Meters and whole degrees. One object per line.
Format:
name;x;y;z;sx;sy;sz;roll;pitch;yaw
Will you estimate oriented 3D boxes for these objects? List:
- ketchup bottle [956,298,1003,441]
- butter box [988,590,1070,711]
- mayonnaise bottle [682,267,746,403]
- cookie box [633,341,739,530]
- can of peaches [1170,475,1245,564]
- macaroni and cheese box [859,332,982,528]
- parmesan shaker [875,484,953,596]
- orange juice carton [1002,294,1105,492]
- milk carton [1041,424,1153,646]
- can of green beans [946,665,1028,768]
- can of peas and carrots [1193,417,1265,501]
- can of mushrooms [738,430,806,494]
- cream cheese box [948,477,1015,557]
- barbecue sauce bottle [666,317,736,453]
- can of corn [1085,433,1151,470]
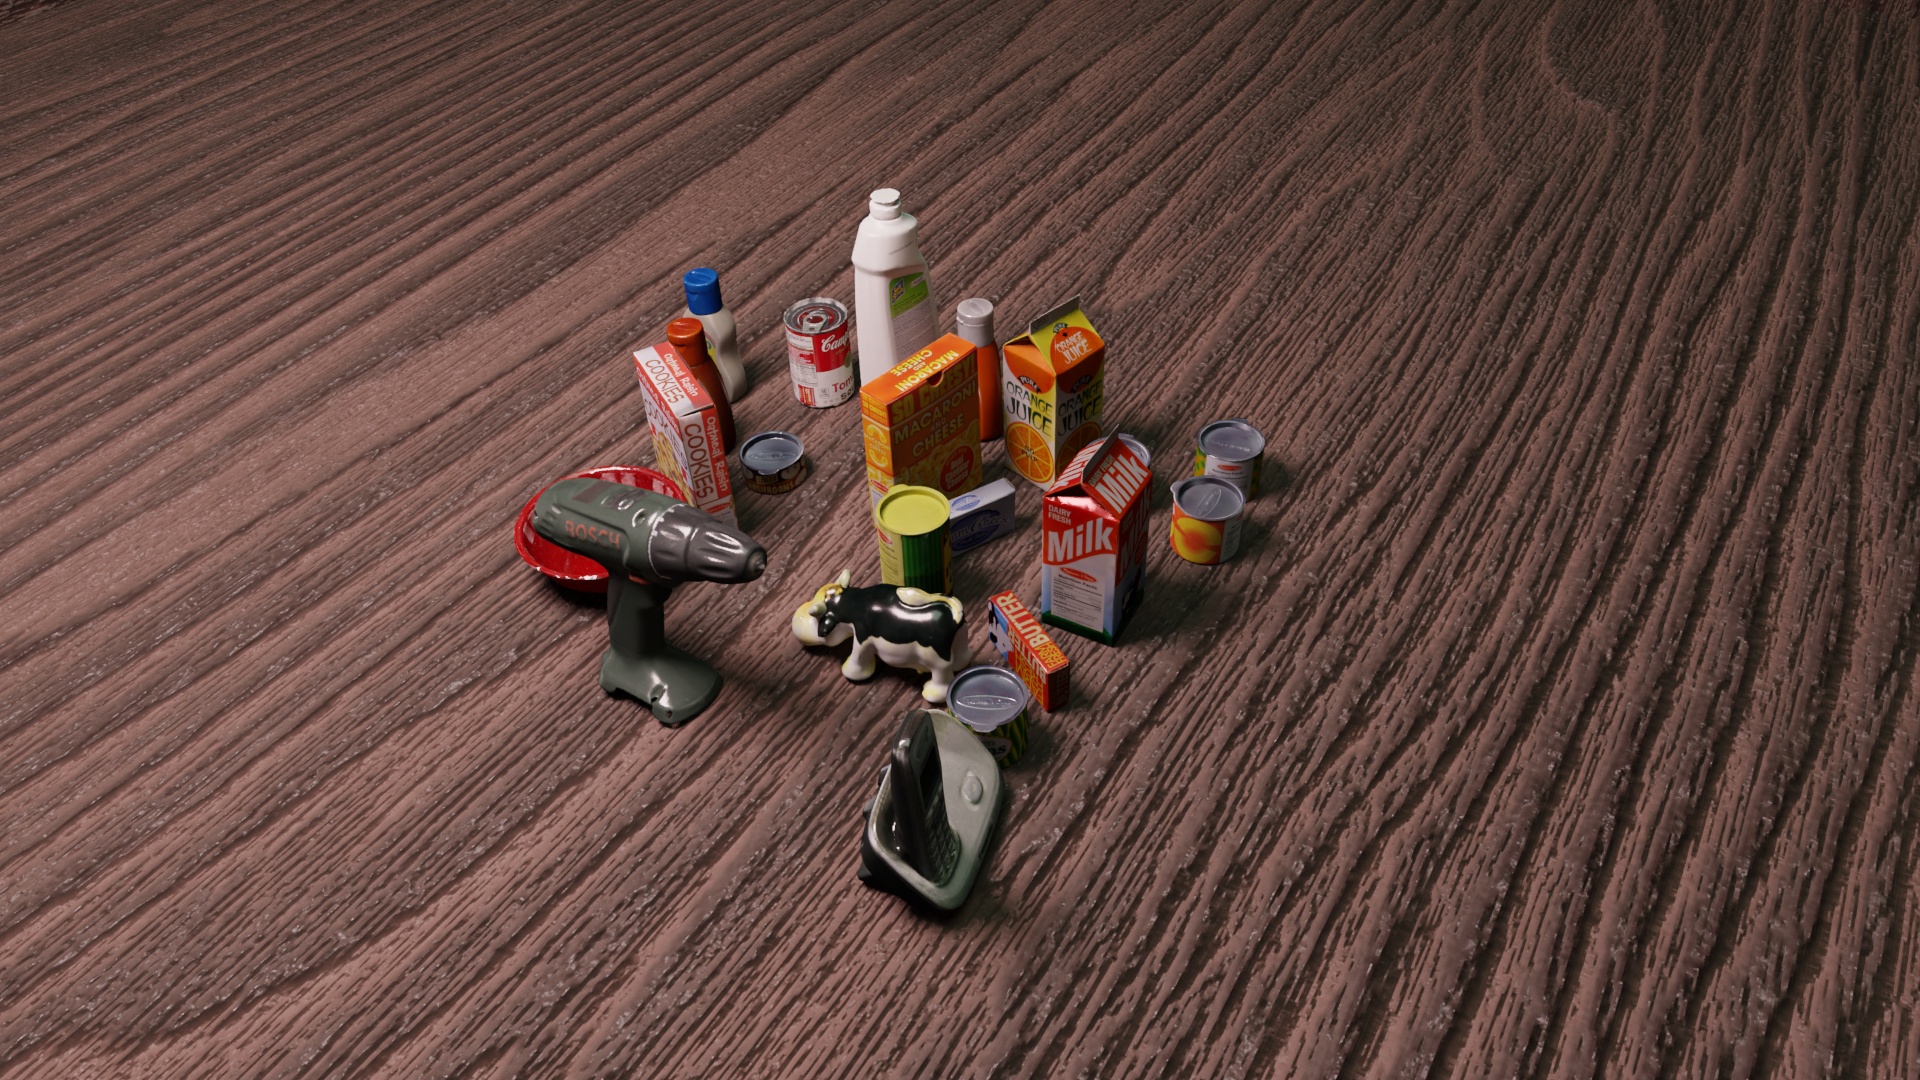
ketchup bottle;0.017;-0.177;1.431;0.044;0.148;0.065;-22;45;-21
butter box;0.059;0.094;1.195;0.024;0.052;0.104;-21;45;-19
mayonnaise bottle;-0.269;-0.220;1.494;0.065;0.147;0.041;21;47;24
cookie box;-0.261;-0.089;1.332;0.040;0.166;0.123;-22;45;-20
can of peaches;0.231;-0.020;1.312;0.071;0.057;0.071;-1;42;1
macaroni and cheese box;-0.034;-0.098;1.331;0.040;0.165;0.124;30;51;31
parmesan shaker;-0.041;0.009;1.258;0.071;0.102;0.072;-1;42;1
orange juice carton;0.091;-0.146;1.360;0.072;0.191;0.073;-33;50;-30
milk carton;0.118;-0.007;1.203;0.073;0.189;0.073;19;46;22
can of green beans;0.022;0.146;1.136;0.071;0.057;0.071;-1;42;1
can of peas and carrots;0.266;-0.079;1.376;0.071;0.058;0.071;-1;42;1
can of mushrooms;-0.191;-0.078;1.416;0.071;0.033;0.071;-1;42;1
cream cheese box;0.005;-0.017;1.322;0.104;0.053;0.024;-23;45;-22
barbecue sauce bottle;-0.270;-0.157;1.423;0.065;0.147;0.044;13;44;17
can of corn;0.153;-0.061;1.362;0.071;0.058;0.071;-1;42;1
